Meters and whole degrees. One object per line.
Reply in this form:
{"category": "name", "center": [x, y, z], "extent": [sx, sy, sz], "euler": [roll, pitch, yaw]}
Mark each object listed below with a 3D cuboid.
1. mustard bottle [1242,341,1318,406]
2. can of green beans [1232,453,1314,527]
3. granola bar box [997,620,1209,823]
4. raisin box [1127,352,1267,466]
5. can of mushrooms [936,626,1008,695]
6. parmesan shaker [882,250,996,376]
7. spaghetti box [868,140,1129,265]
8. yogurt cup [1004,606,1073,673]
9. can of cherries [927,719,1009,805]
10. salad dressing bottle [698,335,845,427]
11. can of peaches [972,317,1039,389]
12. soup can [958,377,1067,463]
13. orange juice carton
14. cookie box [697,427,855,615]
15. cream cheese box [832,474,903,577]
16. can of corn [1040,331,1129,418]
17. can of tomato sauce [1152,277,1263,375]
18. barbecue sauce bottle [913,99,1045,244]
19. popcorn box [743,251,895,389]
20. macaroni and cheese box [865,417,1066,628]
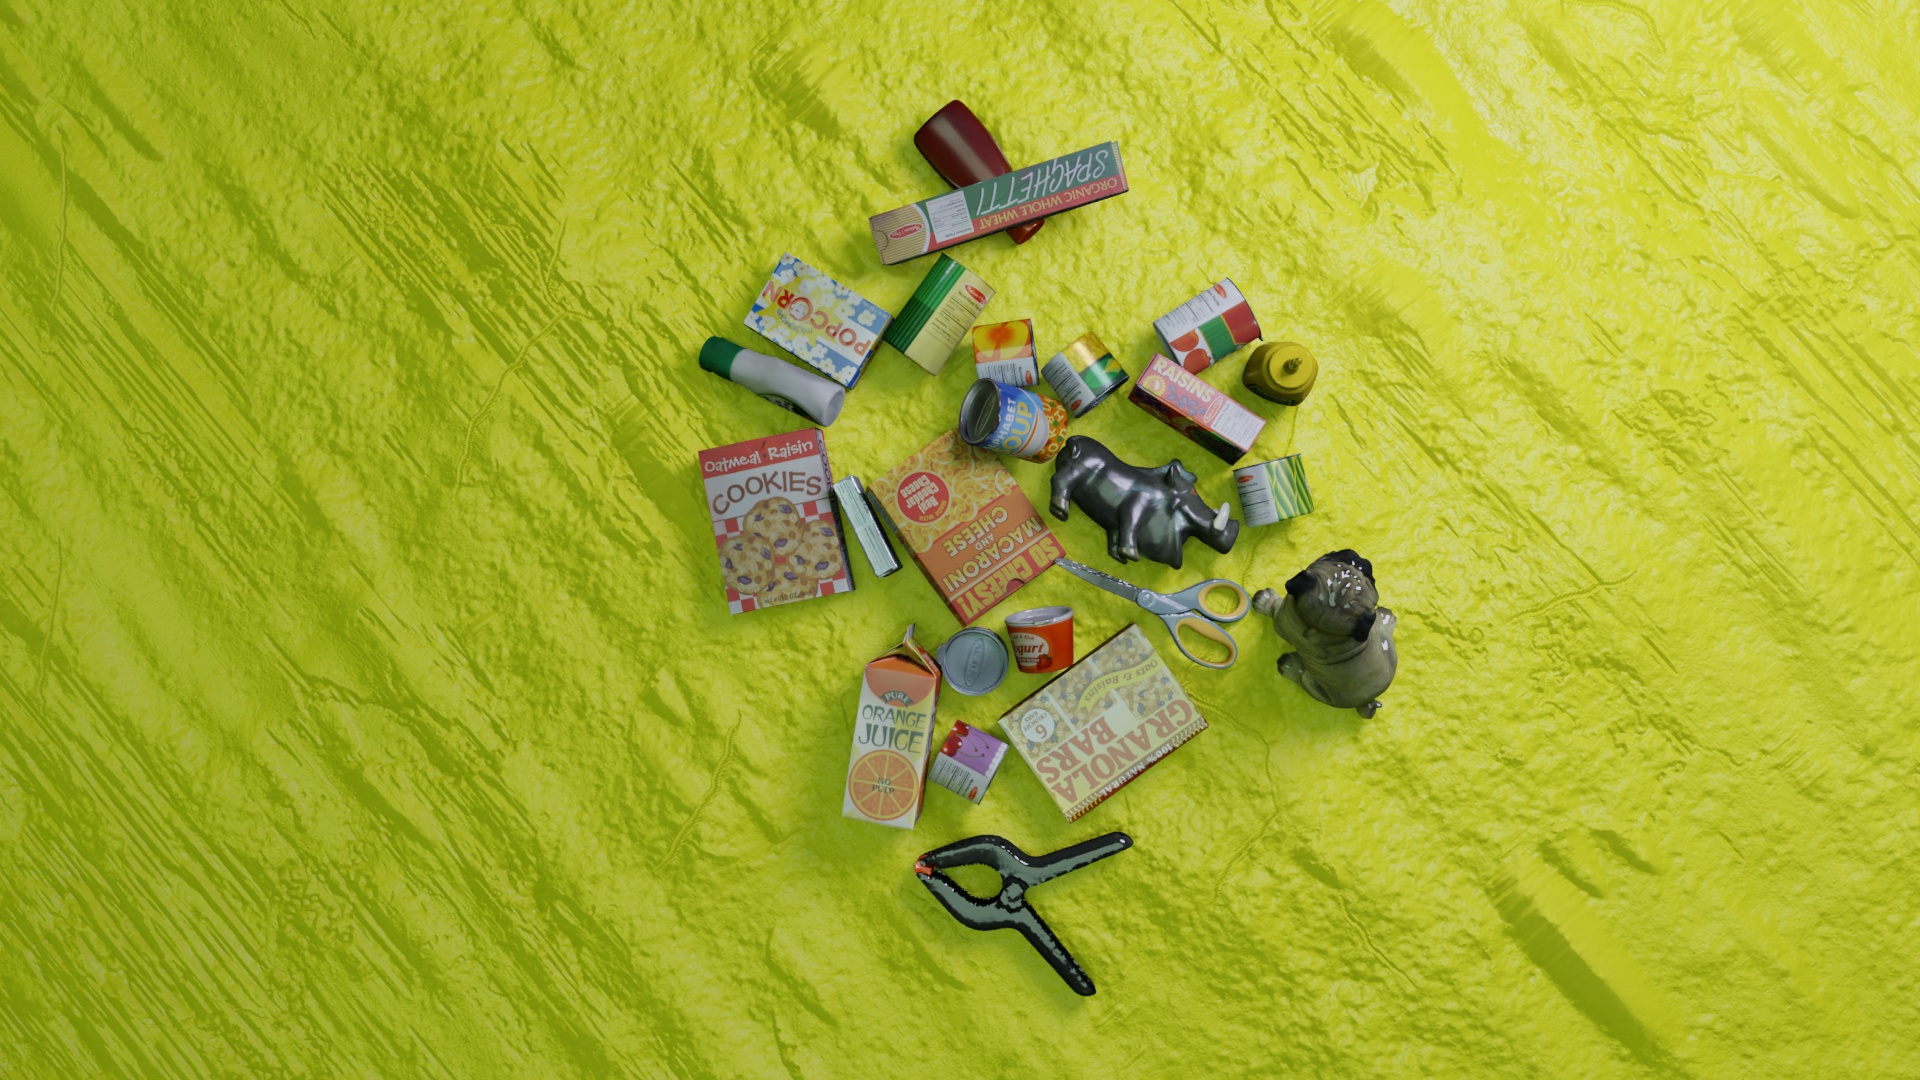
{"category": "mustard bottle", "center": [0.298, -0.156, 1.281], "extent": [0.065, 0.160, 0.048], "euler": [23, 94, 6]}
{"category": "can of green beans", "center": [0.299, -0.048, 1.328], "extent": [0.071, 0.071, 0.058], "euler": [-14, 90, 5]}
{"category": "granola bar box", "center": [0.139, 0.177, 1.356], "extent": [0.165, 0.039, 0.124], "euler": [-36, 87, 4]}
{"category": "raisin box", "center": [0.223, -0.124, 1.325], "extent": [0.123, 0.086, 0.040], "euler": [33, 88, 4]}
{"category": "can of mushrooms", "center": [0.013, 0.118, 1.371], "extent": [0.071, 0.033, 0.071], "euler": [0, 91, 5]}
{"category": "parmesan shaker", "center": [-0.024, -0.222, 1.357], "extent": [0.071, 0.071, 0.103], "euler": [37, 94, 4]}
{"category": "spaghetti box", "center": [0.037, -0.321, 1.329], "extent": [0.250, 0.029, 0.050], "euler": [-14, 97, 14]}
{"category": "yogurt cup", "center": [0.080, 0.097, 1.351], "extent": [0.072, 0.072, 0.054], "euler": [-8, 98, 6]}
{"category": "can of cherries", "center": [0.008, 0.215, 1.358], "extent": [0.058, 0.071, 0.071], "euler": [26, 93, 6]}
{"category": "salad dressing bottle", "center": [-0.188, -0.160, 1.379], "extent": [0.148, 0.064, 0.044], "euler": [24, 88, 13]}
{"category": "can of peaches", "center": [0.044, -0.182, 1.354], "extent": [0.058, 0.071, 0.071], "euler": [-8, 90, 6]}
{"category": "soup can", "center": [0.052, -0.113, 1.331], "extent": [0.084, 0.071, 0.071], "euler": [13, 92, -33]}
{"category": "orange juice carton", "center": [-0.062, 0.177, 1.359], "extent": [0.073, 0.072, 0.192], "euler": [9, 91, 5]}
{"category": "cookie box", "center": [-0.183, -0.020, 1.386], "extent": [0.123, 0.040, 0.167], "euler": [-12, 89, 5]}
{"category": "cream cheese box", "center": [-0.092, -0.013, 1.371], "extent": [0.024, 0.053, 0.104], "euler": [-27, 88, 4]}
{"category": "can of corn", "center": [0.122, -0.162, 1.346], "extent": [0.071, 0.071, 0.058], "euler": [-38, 87, 5]}
{"category": "can of tomato sauce", "center": [0.237, -0.201, 1.334], "extent": [0.083, 0.071, 0.071], "euler": [-30, 88, 6]}
{"category": "barbecue sauce bottle", "center": [0.023, -0.358, 1.365], "extent": [0.065, 0.044, 0.148], "euler": [-40, 87, 8]}
{"category": "popcorn box", "center": [-0.140, -0.218, 1.383], "extent": [0.127, 0.038, 0.085], "euler": [32, 93, 5]}
{"category": "macaroni and cheese box", "center": [0.005, -0.017, 1.354], "extent": [0.124, 0.040, 0.166], "euler": [-35, 87, -11]}
